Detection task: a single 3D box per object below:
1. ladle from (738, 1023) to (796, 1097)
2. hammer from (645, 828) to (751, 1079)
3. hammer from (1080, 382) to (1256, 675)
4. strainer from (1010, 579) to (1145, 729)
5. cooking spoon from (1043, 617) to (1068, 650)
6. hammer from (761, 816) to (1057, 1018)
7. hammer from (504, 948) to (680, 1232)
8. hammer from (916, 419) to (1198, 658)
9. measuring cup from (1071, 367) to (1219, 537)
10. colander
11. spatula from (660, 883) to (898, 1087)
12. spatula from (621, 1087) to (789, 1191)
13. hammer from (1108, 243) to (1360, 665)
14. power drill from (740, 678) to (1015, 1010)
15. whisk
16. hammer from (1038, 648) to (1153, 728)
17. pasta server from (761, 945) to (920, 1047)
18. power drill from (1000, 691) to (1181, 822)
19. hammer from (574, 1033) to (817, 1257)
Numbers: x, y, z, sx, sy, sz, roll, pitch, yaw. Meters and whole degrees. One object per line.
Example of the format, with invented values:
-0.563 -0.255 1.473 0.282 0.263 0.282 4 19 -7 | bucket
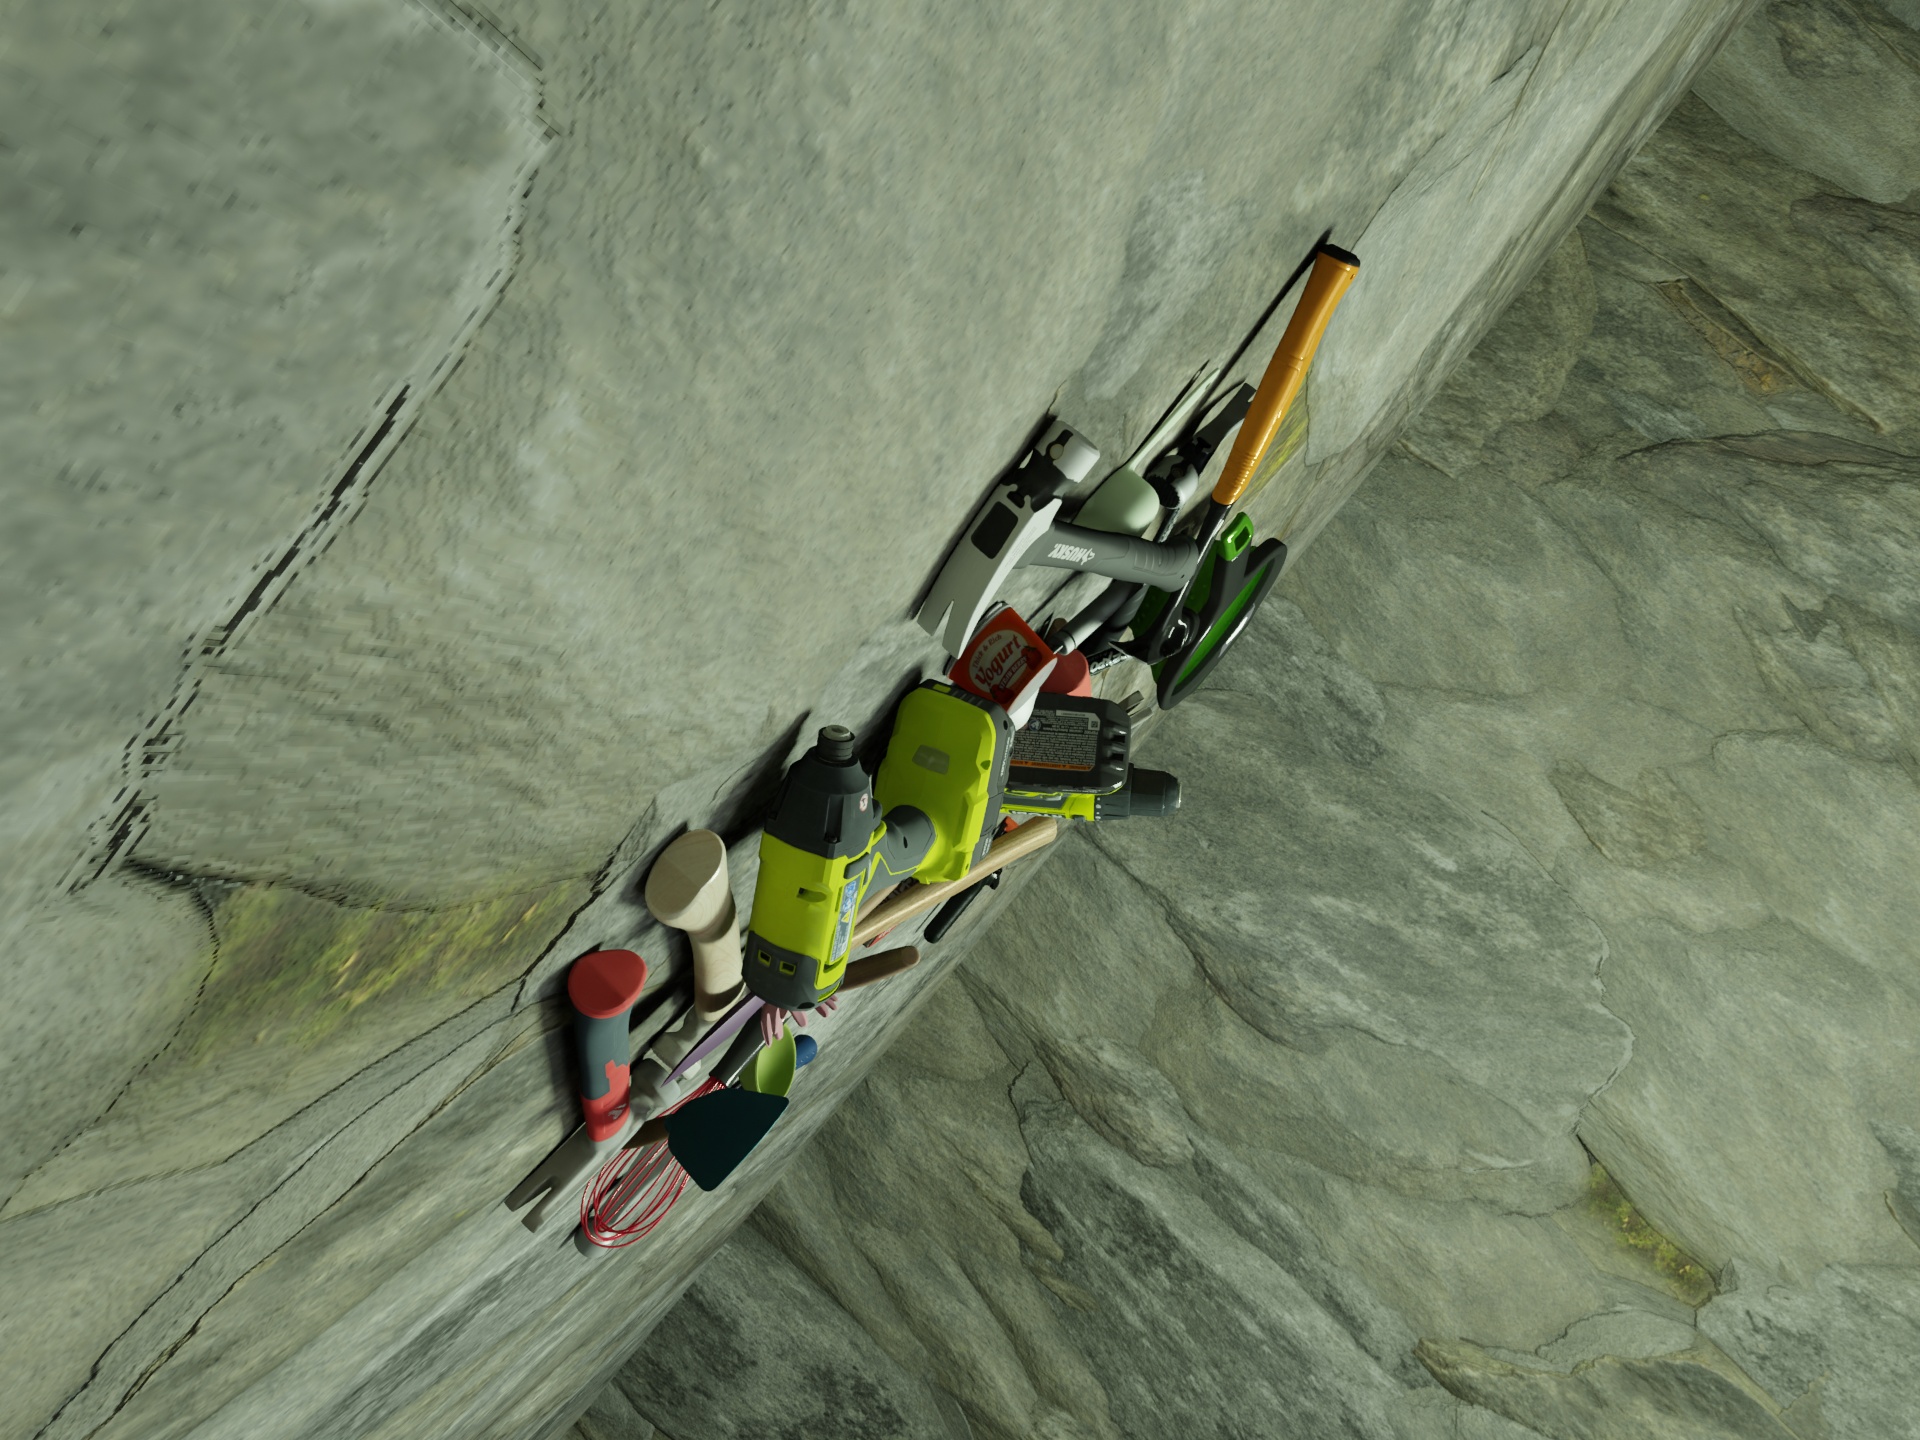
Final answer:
-0.124 0.237 1.495 0.320 0.062 0.078 -57 169 24 | ladle
-0.151 0.137 1.021 0.146 0.038 0.410 -48 170 -20 | hammer
0.167 -0.145 1.402 0.149 0.036 0.408 -47 171 -25 | hammer
0.076 -0.054 1.232 0.258 0.050 0.087 -41 -168 -25 | strainer
0.063 -0.022 1.444 0.069 0.017 0.318 -45 170 -20 | cooking spoon
-0.035 0.158 1.446 0.331 0.031 0.130 -26 153 -36 | hammer
-0.235 0.232 0.999 0.143 0.038 0.386 -43 169 -26 | hammer
0.085 -0.104 1.027 0.146 0.035 0.334 -52 162 17 | hammer
0.138 -0.174 1.124 0.167 0.038 0.083 -49 171 11 | measuring cup
0.223 -0.137 1.524 0.204 0.094 0.397 -50 167 -7 | colander
-0.120 0.178 1.166 0.059 0.018 0.316 -49 174 35 | spatula
-0.214 0.314 1.193 0.082 0.044 0.317 -47 -175 -29 | spatula
0.210 -0.195 1.200 0.127 0.034 0.336 -25 142 -61 | hammer
-0.049 0.060 0.986 0.223 0.080 0.171 -33 140 -60 | power drill
-0.224 0.331 1.389 0.296 0.073 0.073 -51 172 -25 | whisk
0.113 -0.014 1.468 0.149 0.037 0.359 -32 167 -2 | hammer
-0.083 0.188 1.104 0.060 0.040 0.316 -24 175 -26 | pasta server
0.095 0.042 1.373 0.228 0.190 0.080 61 34 -75 | power drill
-0.249 0.413 1.658 0.144 0.035 0.405 -53 170 21 | hammer
